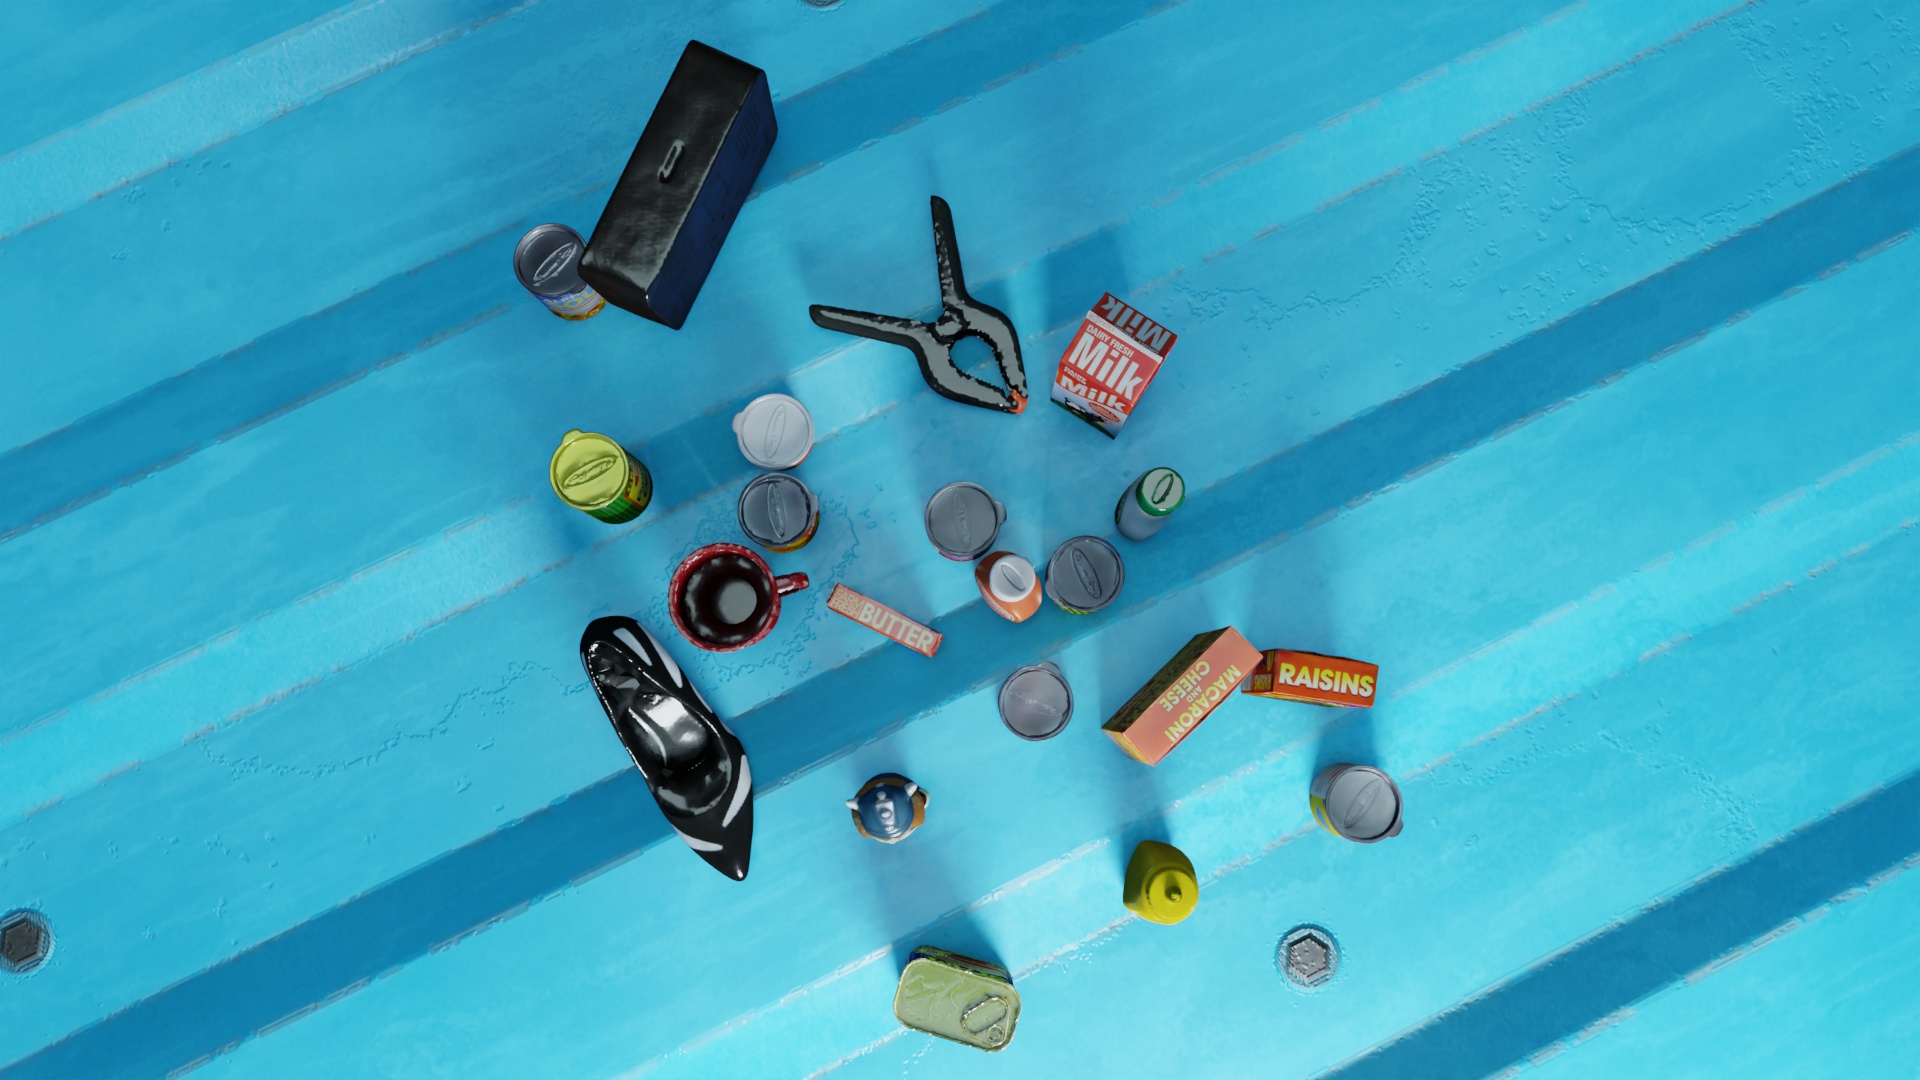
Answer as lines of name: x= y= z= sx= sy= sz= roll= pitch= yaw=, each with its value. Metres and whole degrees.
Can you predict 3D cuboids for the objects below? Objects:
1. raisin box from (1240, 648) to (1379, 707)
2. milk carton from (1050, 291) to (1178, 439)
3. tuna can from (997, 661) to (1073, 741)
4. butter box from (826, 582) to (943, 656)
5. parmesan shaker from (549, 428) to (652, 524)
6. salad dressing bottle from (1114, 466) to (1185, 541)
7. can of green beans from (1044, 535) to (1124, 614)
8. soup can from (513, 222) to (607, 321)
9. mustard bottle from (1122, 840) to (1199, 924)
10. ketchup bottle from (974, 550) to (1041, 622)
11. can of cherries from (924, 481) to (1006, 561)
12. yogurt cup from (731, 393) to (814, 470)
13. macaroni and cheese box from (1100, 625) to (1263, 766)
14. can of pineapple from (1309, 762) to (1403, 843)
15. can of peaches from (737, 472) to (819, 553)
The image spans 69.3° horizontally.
raisin box: x=0.294 y=0.118 z=1.180 sx=0.086 sy=0.123 sz=0.040 roll=9 pitch=84 yaw=1
milk carton: x=0.129 y=-0.150 z=1.177 sx=0.072 sy=0.190 sz=0.073 roll=33 pitch=85 yaw=3
tuna can: x=0.067 y=0.141 z=1.221 sx=0.071 sy=0.033 sz=0.071 roll=0 pitch=83 yaw=0
butter box: x=-0.066 y=0.071 z=1.219 sx=0.103 sy=0.053 sz=0.024 roll=26 pitch=84 yaw=3
parmesan shaker: x=-0.311 y=-0.055 z=1.207 sx=0.071 sy=0.103 sz=0.071 roll=0 pitch=84 yaw=0
salad dressing bottle: x=0.163 y=-0.034 z=1.185 sx=0.044 sy=0.147 sz=0.064 roll=30 pitch=84 yaw=3
can of green beans: x=0.108 y=0.031 z=1.222 sx=0.071 sy=0.058 sz=0.071 roll=0 pitch=83 yaw=0
soup can: x=-0.351 y=-0.235 z=1.238 sx=0.071 sy=0.083 sz=0.071 roll=0 pitch=84 yaw=0
mustard bottle: x=0.167 y=0.285 z=1.140 sx=0.049 sy=0.160 sz=0.065 roll=17 pitch=84 yaw=2
ketchup bottle: x=0.042 y=0.036 z=1.175 sx=0.043 sy=0.148 sz=0.065 roll=-41 pitch=85 yaw=-4
can of cherries: x=0.004 y=-0.015 z=1.227 sx=0.071 sy=0.058 sz=0.071 roll=0 pitch=83 yaw=0
yogurt cup: x=-0.162 y=-0.093 z=1.237 sx=0.072 sy=0.054 sz=0.072 roll=0 pitch=83 yaw=0
macaroni and cheese box: x=0.181 y=0.129 z=1.156 sx=0.124 sy=0.166 sz=0.040 roll=-44 pitch=86 yaw=-5
can of pineapple: x=0.342 y=0.227 z=1.200 sx=0.071 sy=0.058 sz=0.071 roll=0 pitch=83 yaw=0
can of peaches: x=-0.157 y=-0.024 z=1.227 sx=0.071 sy=0.058 sz=0.071 roll=0 pitch=83 yaw=0
